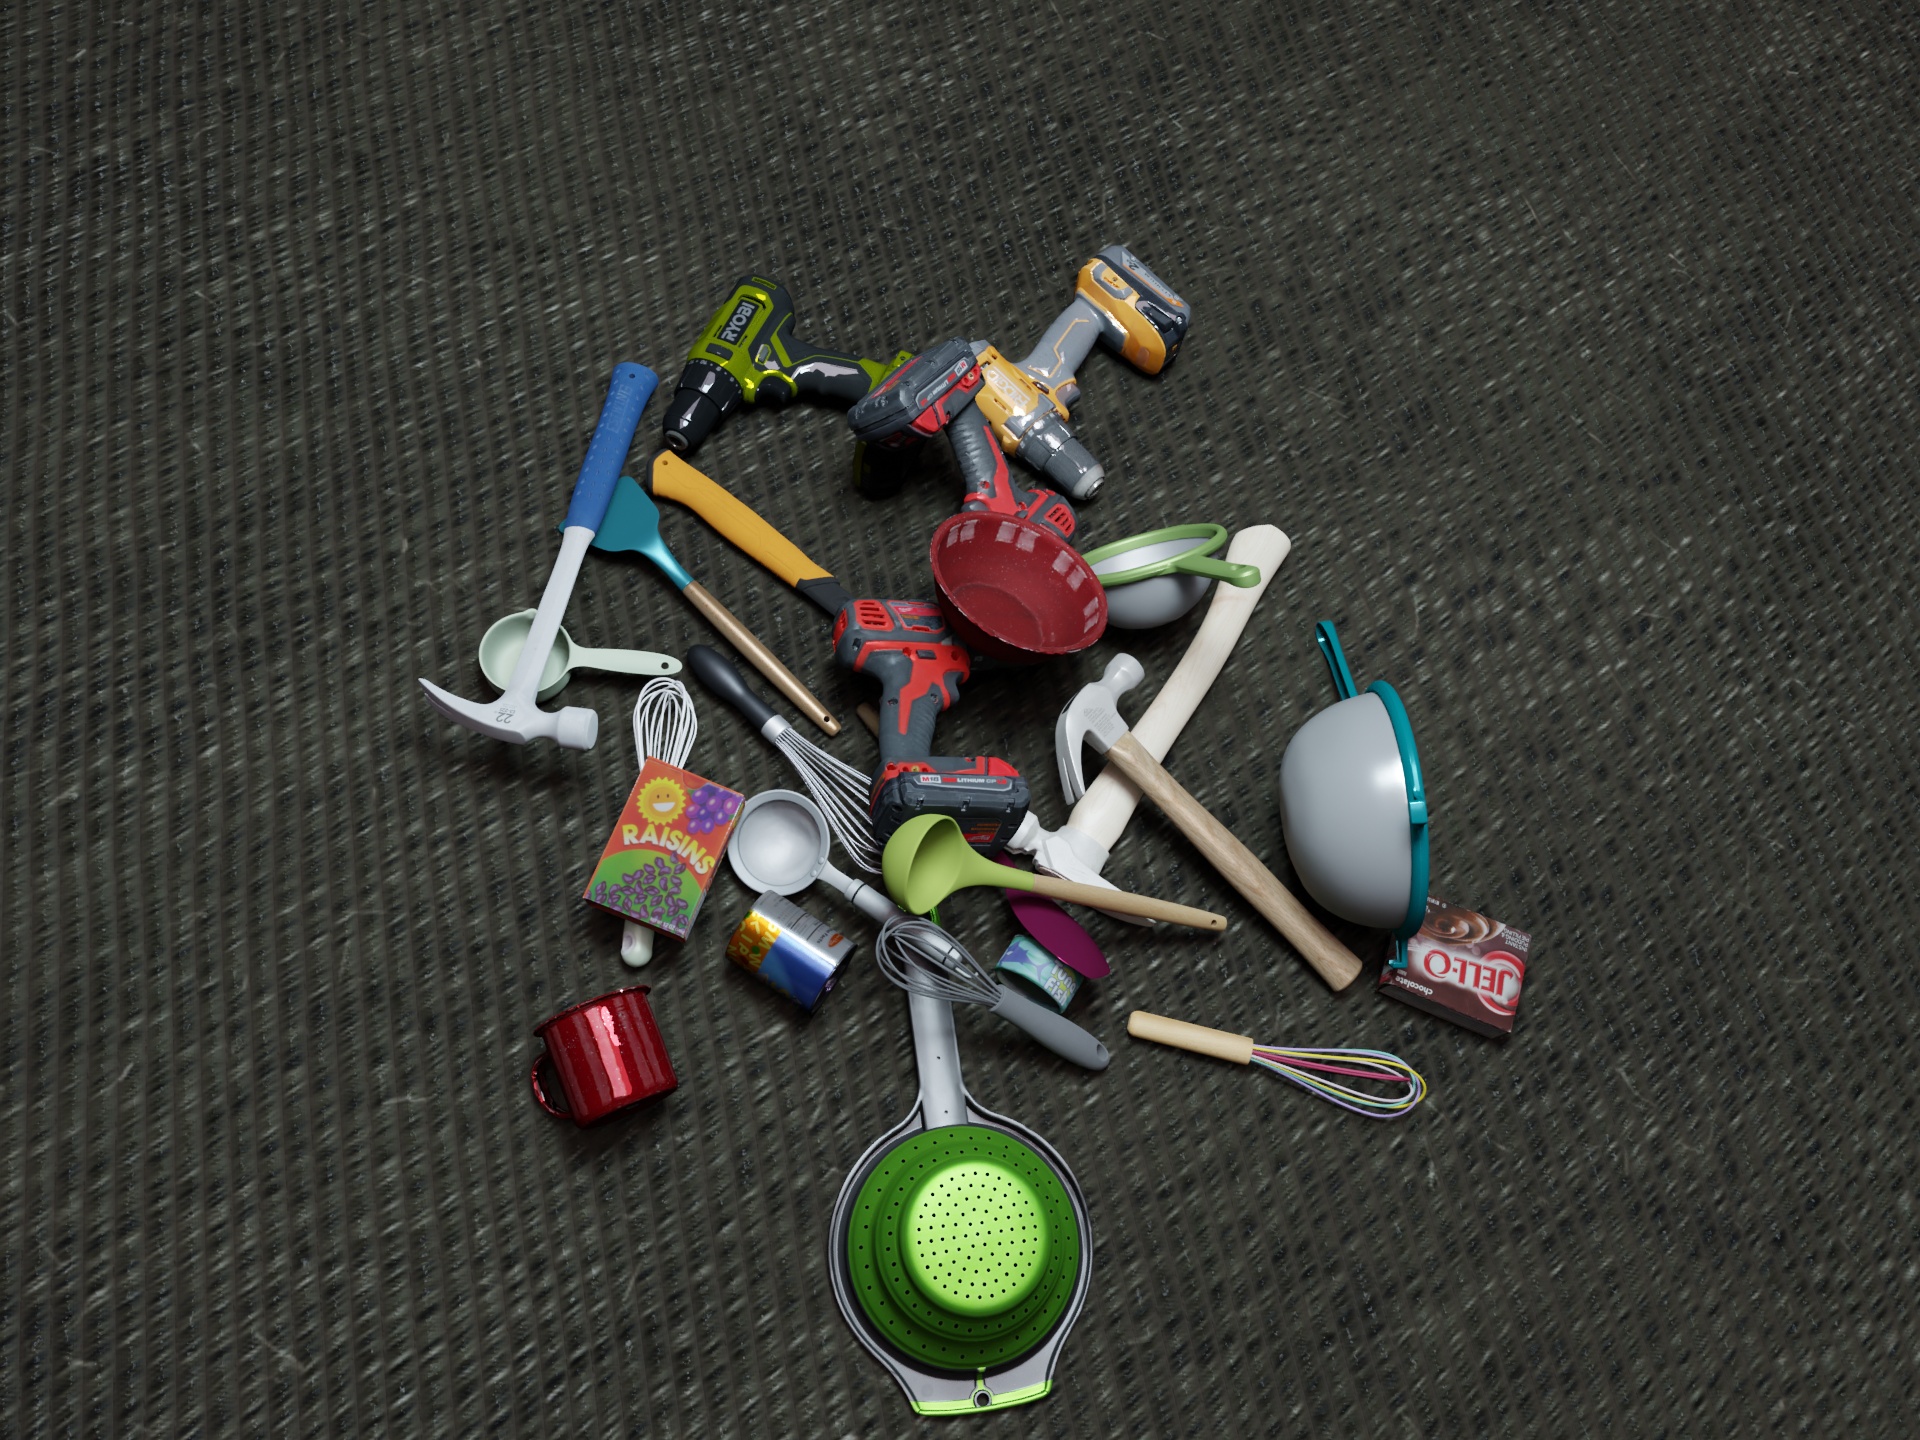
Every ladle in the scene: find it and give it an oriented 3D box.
[{"bbox_3d":[0.083,0.136,1.249,0.320,0.062,0.078,15,93,-25],"label":"ladle"}]

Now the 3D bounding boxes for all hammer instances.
[{"bbox_3d":[-0.336,-0.155,1.365,0.144,0.035,0.406,8,56,2],"label":"hammer"},{"bbox_3d":[0.200,-0.012,1.411,0.146,0.038,0.411,32,66,5],"label":"hammer"},{"bbox_3d":[-0.141,-0.141,1.421,0.337,0.034,0.127,37,67,9],"label":"hammer"},{"bbox_3d":[0.209,0.100,1.331,0.331,0.031,0.130,46,63,1],"label":"hammer"}]

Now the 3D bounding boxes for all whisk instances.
[{"bbox_3d":[-0.251,0.080,1.303,0.059,0.058,0.246,23,62,-43],"label":"whisk"},{"bbox_3d":[-0.133,0.030,1.338,0.285,0.070,0.070,42,67,17],"label":"whisk"},{"bbox_3d":[0.257,0.271,1.290,0.245,0.047,0.051,14,66,2],"label":"whisk"},{"bbox_3d":[0.029,0.218,1.232,0.238,0.055,0.055,34,62,-25],"label":"whisk"}]

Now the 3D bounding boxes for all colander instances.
[{"bbox_3d":[-0.005,0.310,1.206,0.204,0.094,0.397,-5,67,-10],"label":"colander"}]

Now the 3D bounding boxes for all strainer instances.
[{"bbox_3d":[0.309,0.032,1.348,0.095,0.210,0.341,-6,43,2],"label":"strainer"},{"bbox_3d":[0.189,-0.112,1.367,0.151,0.256,0.069,-22,107,-17],"label":"strainer"},{"bbox_3d":[-0.092,0.135,1.284,0.258,0.050,0.087,32,91,16],"label":"strainer"}]

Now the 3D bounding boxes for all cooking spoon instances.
[{"bbox_3d":[0.013,0.094,1.316,0.319,0.017,0.068,47,25,24],"label":"cooking spoon"}]

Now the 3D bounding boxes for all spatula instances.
[{"bbox_3d":[-0.220,-0.097,1.398,0.317,0.044,0.082,45,69,7],"label":"spatula"}]

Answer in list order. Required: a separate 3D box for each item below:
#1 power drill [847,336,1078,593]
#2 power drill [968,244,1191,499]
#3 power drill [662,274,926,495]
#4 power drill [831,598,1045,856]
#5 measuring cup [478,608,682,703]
[{"bbox_3d":[0.006,-0.209,1.397,0.219,0.078,0.143,55,53,-20],"label":"power drill"},{"bbox_3d":[0.120,-0.328,1.517,0.226,0.084,0.185,-41,78,-17],"label":"power drill"},{"bbox_3d":[-0.146,-0.297,1.467,0.228,0.080,0.191,23,64,6],"label":"power drill"},{"bbox_3d":[-0.002,-0.004,1.307,0.187,0.080,0.227,3,53,-19],"label":"power drill"},{"bbox_3d":[-0.322,-0.046,1.353,0.167,0.038,0.083,5,66,-8],"label":"measuring cup"}]
